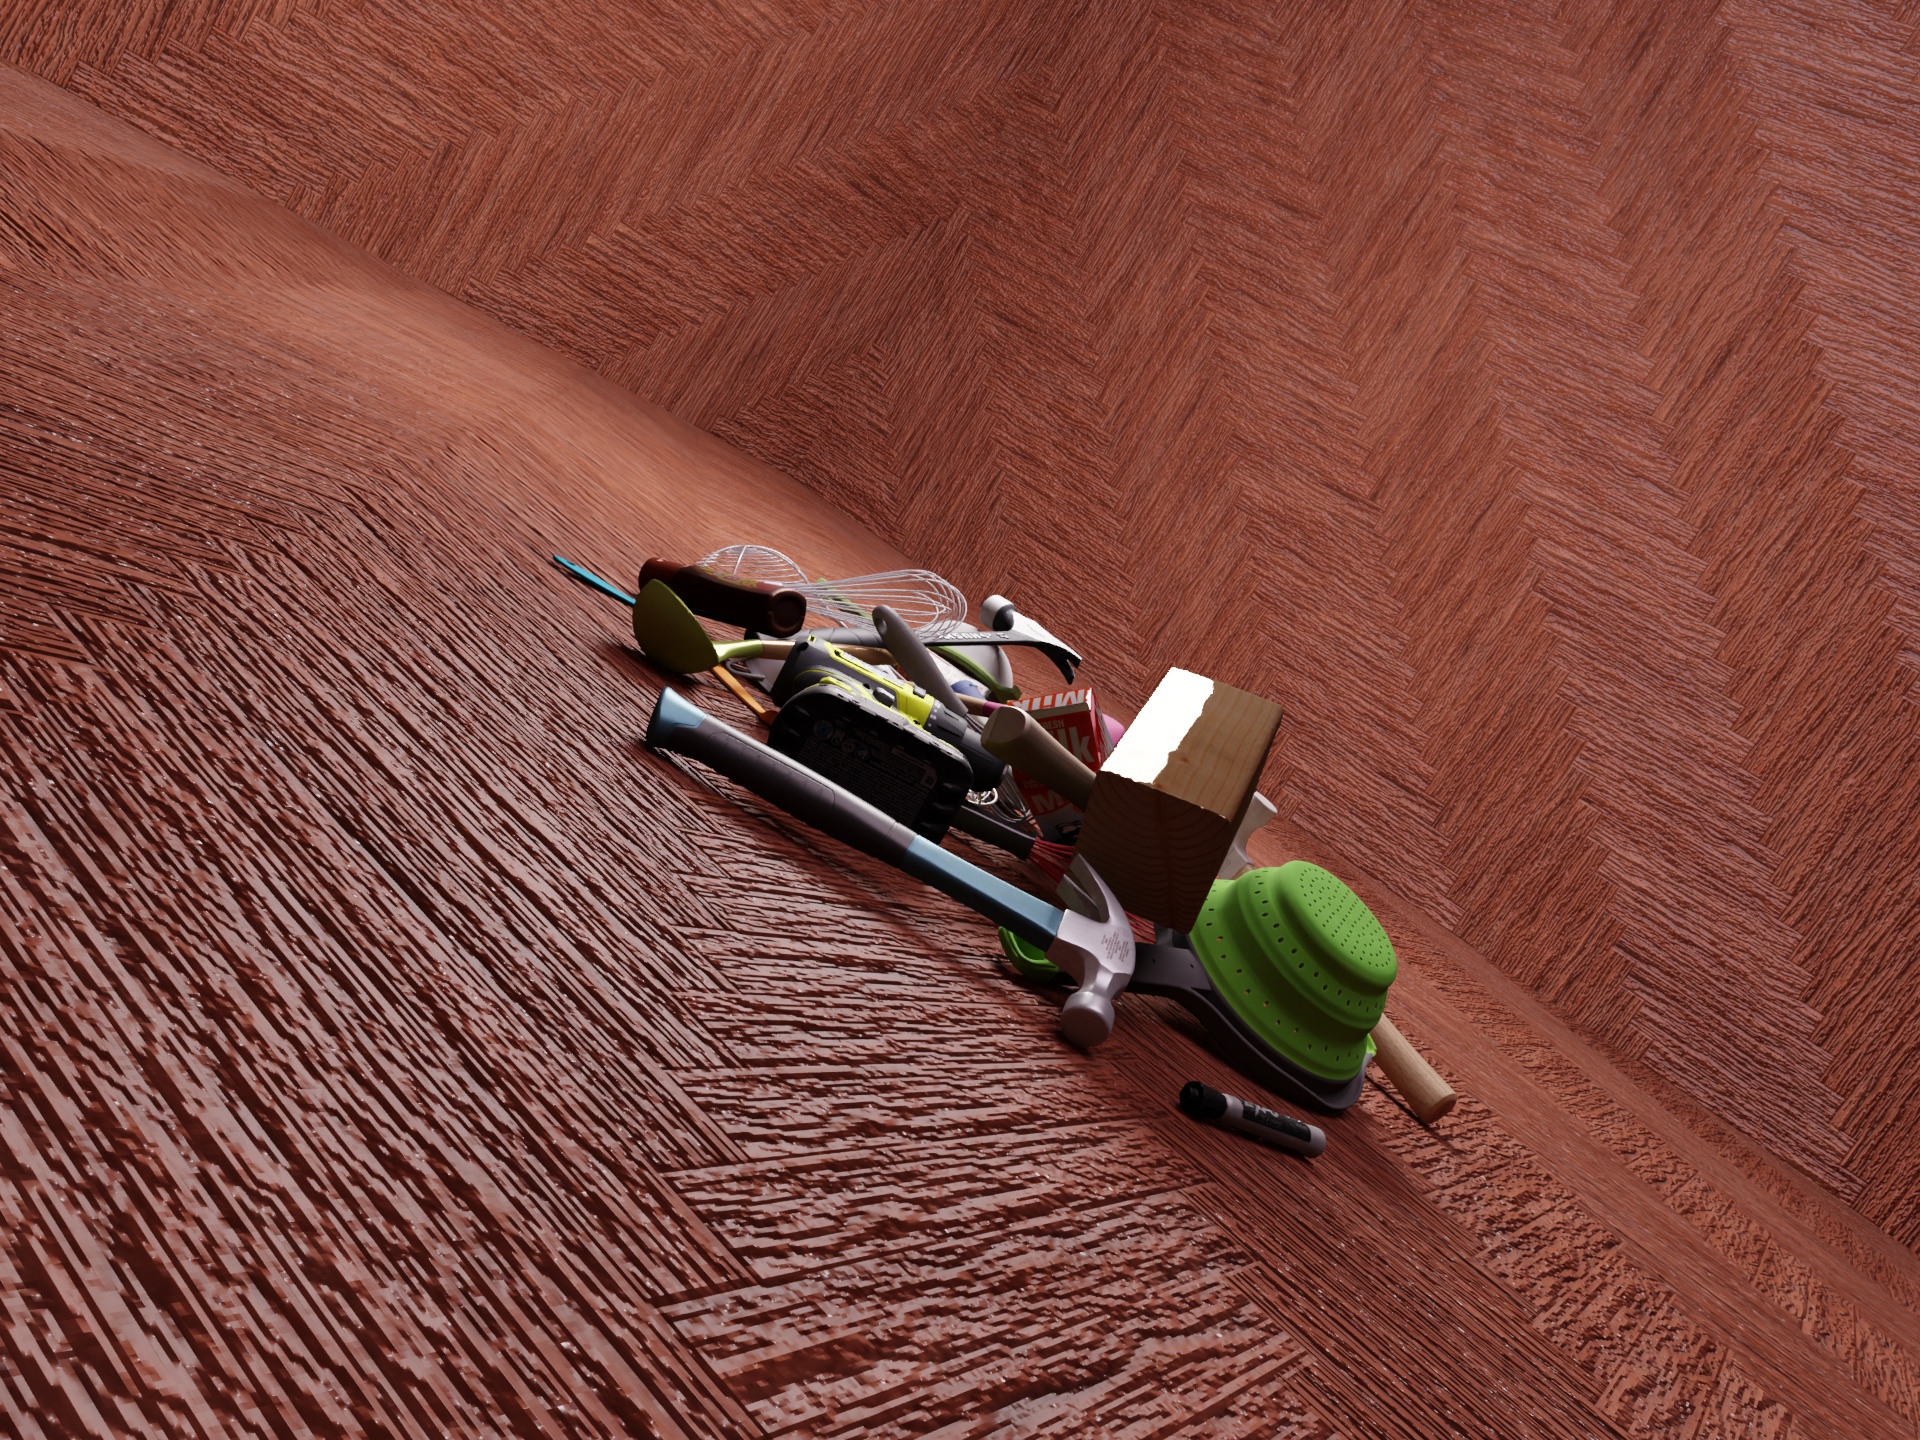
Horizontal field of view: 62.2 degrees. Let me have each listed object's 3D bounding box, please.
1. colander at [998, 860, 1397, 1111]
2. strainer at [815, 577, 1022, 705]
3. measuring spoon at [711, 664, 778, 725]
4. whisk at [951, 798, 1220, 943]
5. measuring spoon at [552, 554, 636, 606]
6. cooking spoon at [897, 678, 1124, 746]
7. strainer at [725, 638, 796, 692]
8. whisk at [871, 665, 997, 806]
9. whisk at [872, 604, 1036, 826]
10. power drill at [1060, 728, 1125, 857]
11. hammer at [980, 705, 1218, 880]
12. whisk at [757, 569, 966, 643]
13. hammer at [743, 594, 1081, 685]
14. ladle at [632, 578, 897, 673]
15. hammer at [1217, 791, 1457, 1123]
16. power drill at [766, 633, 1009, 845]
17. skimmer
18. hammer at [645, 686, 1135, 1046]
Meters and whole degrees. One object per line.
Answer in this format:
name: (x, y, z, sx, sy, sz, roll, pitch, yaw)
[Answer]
colander: (0.187, 0.153, 1.087, 0.396, 0.094, 0.205, 16, 37, -43)
strainer: (-0.041, -0.092, 1.735, 0.256, 0.069, 0.151, 36, -23, -2)
measuring spoon: (-0.169, -0.024, 1.245, 0.021, 0.011, 0.117, 25, 10, -45)
whisk: (0.072, 0.107, 1.238, 0.296, 0.073, 0.073, 26, 8, -3)
measuring spoon: (-0.277, -0.111, 1.317, 0.128, 0.021, 0.042, 30, 7, -32)
cooking spoon: (0.001, -0.016, 1.464, 0.319, 0.069, 0.017, 13, -46, 28)
strainer: (-0.108, -0.024, 1.403, 0.258, 0.050, 0.087, 28, 24, -54)
whisk: (-0.035, 0.007, 1.349, 0.057, 0.059, 0.247, -3, 32, -27)
whisk: (-0.002, -0.004, 1.395, 0.239, 0.055, 0.055, 53, 4, -9)
power drill: (0.159, 0.055, 1.511, 0.084, 0.164, 0.226, 35, 10, 9)
hammer: (0.146, 0.089, 1.255, 0.146, 0.038, 0.410, 7, -20, 37)
whisk: (-0.136, -0.111, 1.423, 0.284, 0.070, 0.070, 5, 8, 1)
hammer: (-0.046, -0.075, 1.538, 0.408, 0.036, 0.149, -5, 32, -47)
ladle: (-0.140, -0.066, 1.273, 0.078, 0.062, 0.320, 42, 21, 26)
hammer: (0.305, 0.212, 1.372, 0.031, 0.130, 0.332, 27, 20, -47)
power drill: (-0.050, 0.017, 1.146, 0.190, 0.080, 0.228, 27, 10, -6)
skimmer: (-0.113, -0.050, 1.583, 0.363, 0.090, 0.127, 41, 2, -12)
hammer: (-0.044, 0.073, 0.956, 0.331, 0.033, 0.128, 29, 32, 2)
